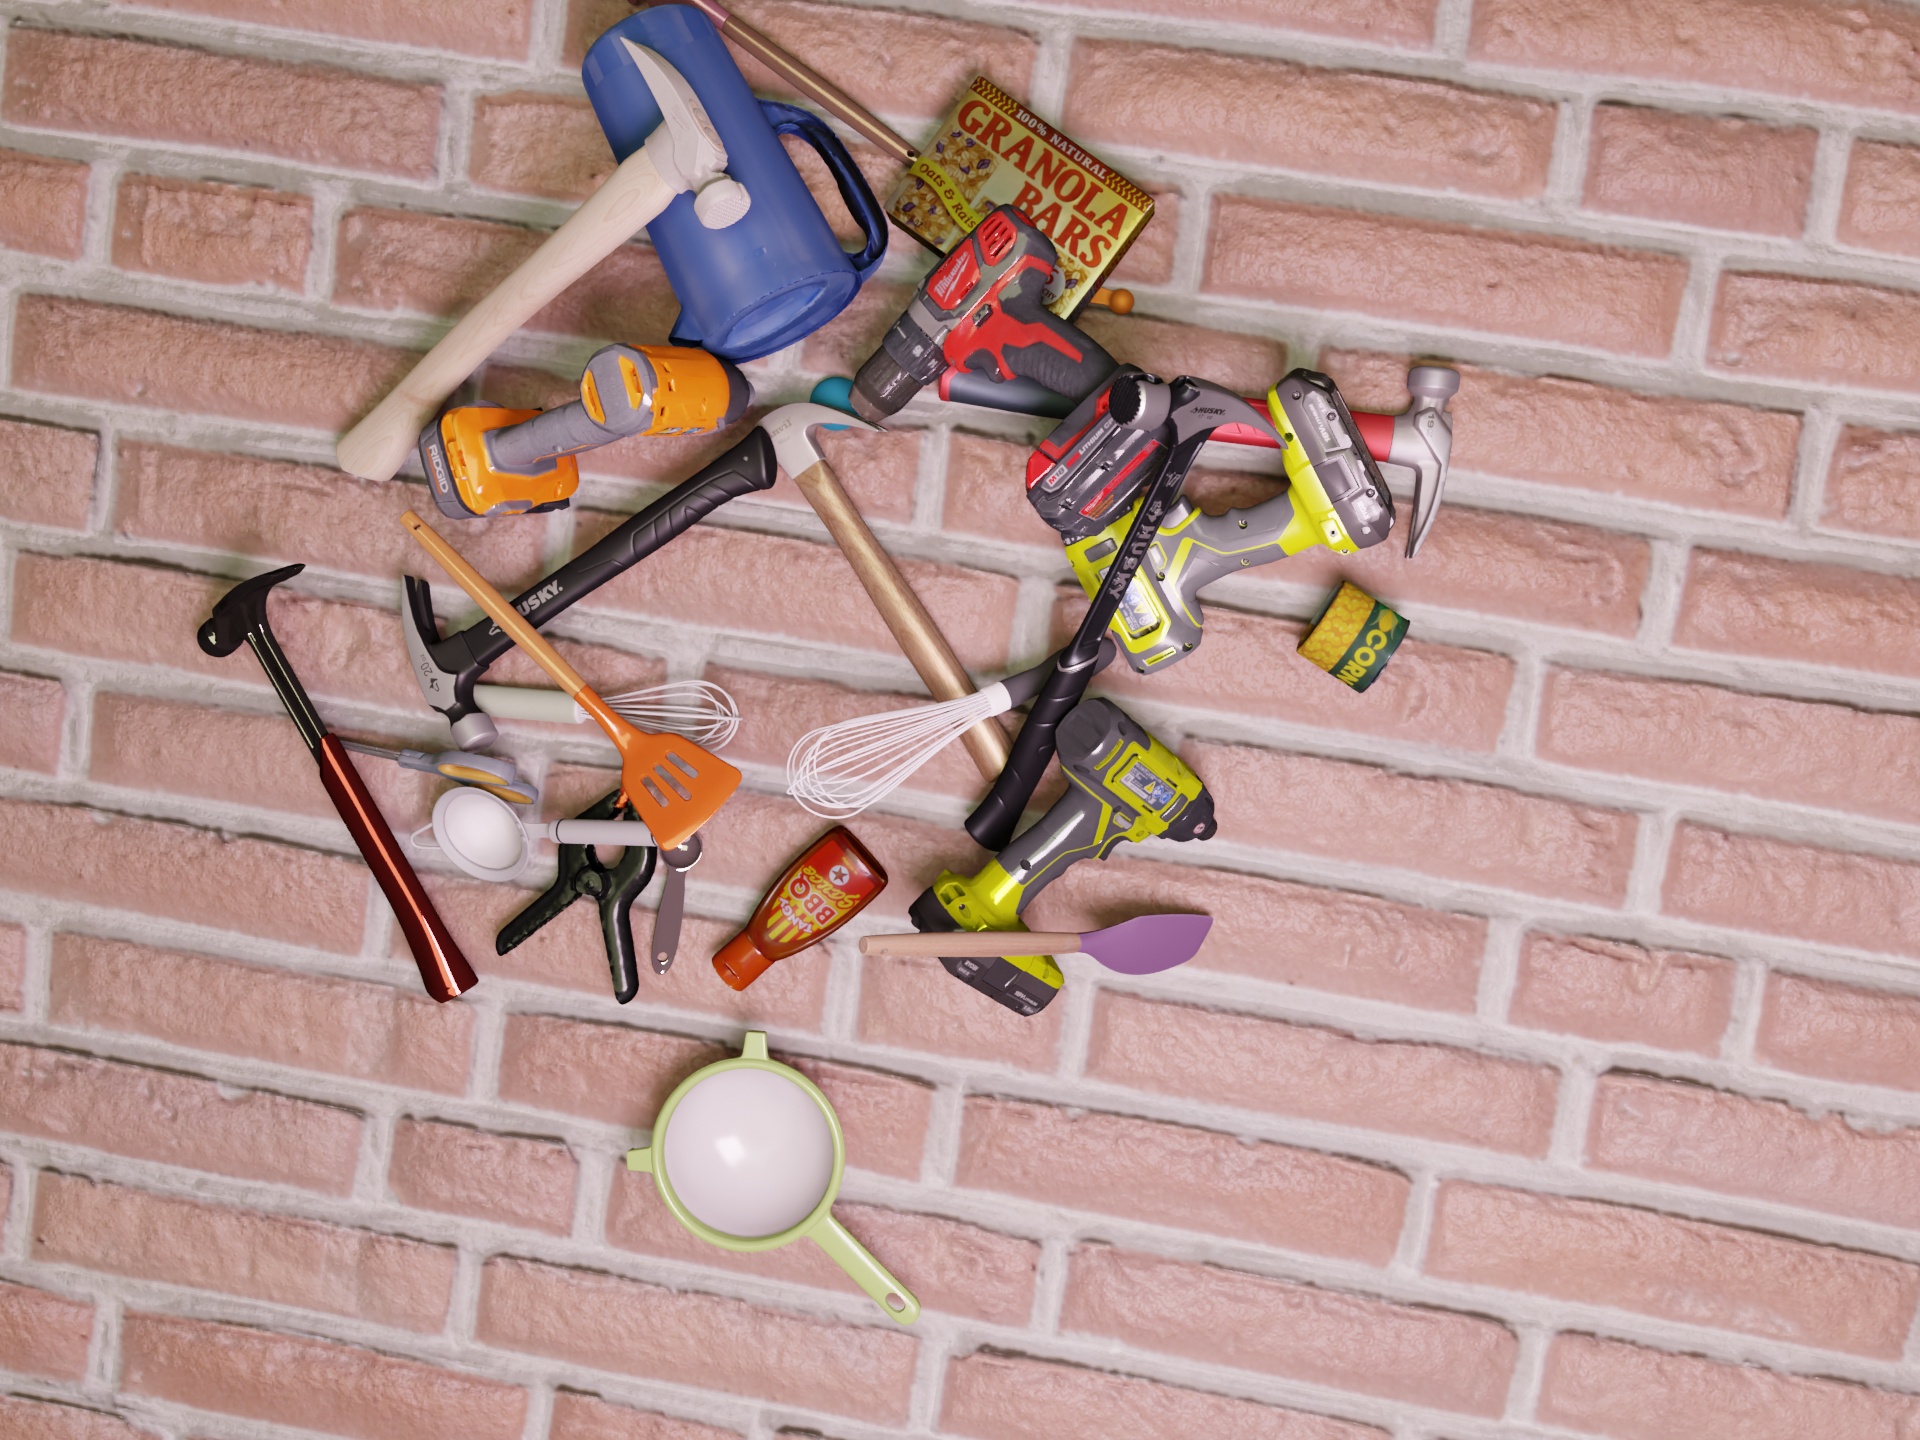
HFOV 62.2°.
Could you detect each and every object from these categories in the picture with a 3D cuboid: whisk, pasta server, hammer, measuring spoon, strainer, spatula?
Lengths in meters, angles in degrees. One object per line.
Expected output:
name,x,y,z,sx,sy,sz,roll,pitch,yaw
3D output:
whisk,-0.291,-0.009,1.253,0.246,0.059,0.058,5,91,10
pasta server,-0.156,-0.518,1.224,0.316,0.040,0.060,35,95,-2
hammer,0.173,-0.218,1.208,0.386,0.038,0.143,8,95,4
whisk,-0.002,-0.003,1.184,0.284,0.070,0.070,-24,91,-21
measuring spoon,-0.059,-0.264,1.230,0.128,0.021,0.042,-23,91,7
hammer,0.095,-0.061,1.135,0.036,0.149,0.408,54,133,37
strainer,-0.124,0.370,1.249,0.256,0.069,0.151,45,93,0
hammer,-0.282,-0.123,1.221,0.335,0.035,0.146,-33,78,9
measuring spoon,0.077,-0.336,1.221,0.117,0.011,0.021,17,94,3
measuring spoon,-0.232,0.143,1.274,0.034,0.018,0.124,8,101,-20
spatula,-0.300,-0.040,1.183,0.322,0.041,0.081,45,80,-1
spatula,0.062,0.163,1.152,0.315,0.018,0.059,6,119,-36
hammer,-0.052,-0.099,1.229,0.130,0.031,0.331,-33,93,18
strainer,-0.314,0.085,1.231,0.258,0.050,0.086,0,117,26
hammer,-0.335,-0.317,1.178,0.410,0.038,0.146,-33,81,25
hammer,-0.475,0.057,1.249,0.149,0.037,0.359,-22,98,41

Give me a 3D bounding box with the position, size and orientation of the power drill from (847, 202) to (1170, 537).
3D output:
power drill,0.034,-0.234,1.138,0.188,0.080,0.227,-44,68,17

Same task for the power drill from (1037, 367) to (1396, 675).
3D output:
power drill,0.180,-0.161,1.161,0.228,0.080,0.190,-26,100,23

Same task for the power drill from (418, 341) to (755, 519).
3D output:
power drill,-0.268,-0.217,1.181,0.226,0.164,0.084,-15,92,29

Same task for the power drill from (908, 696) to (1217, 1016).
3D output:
power drill,0.084,0.107,1.191,0.223,0.080,0.171,-47,130,7
